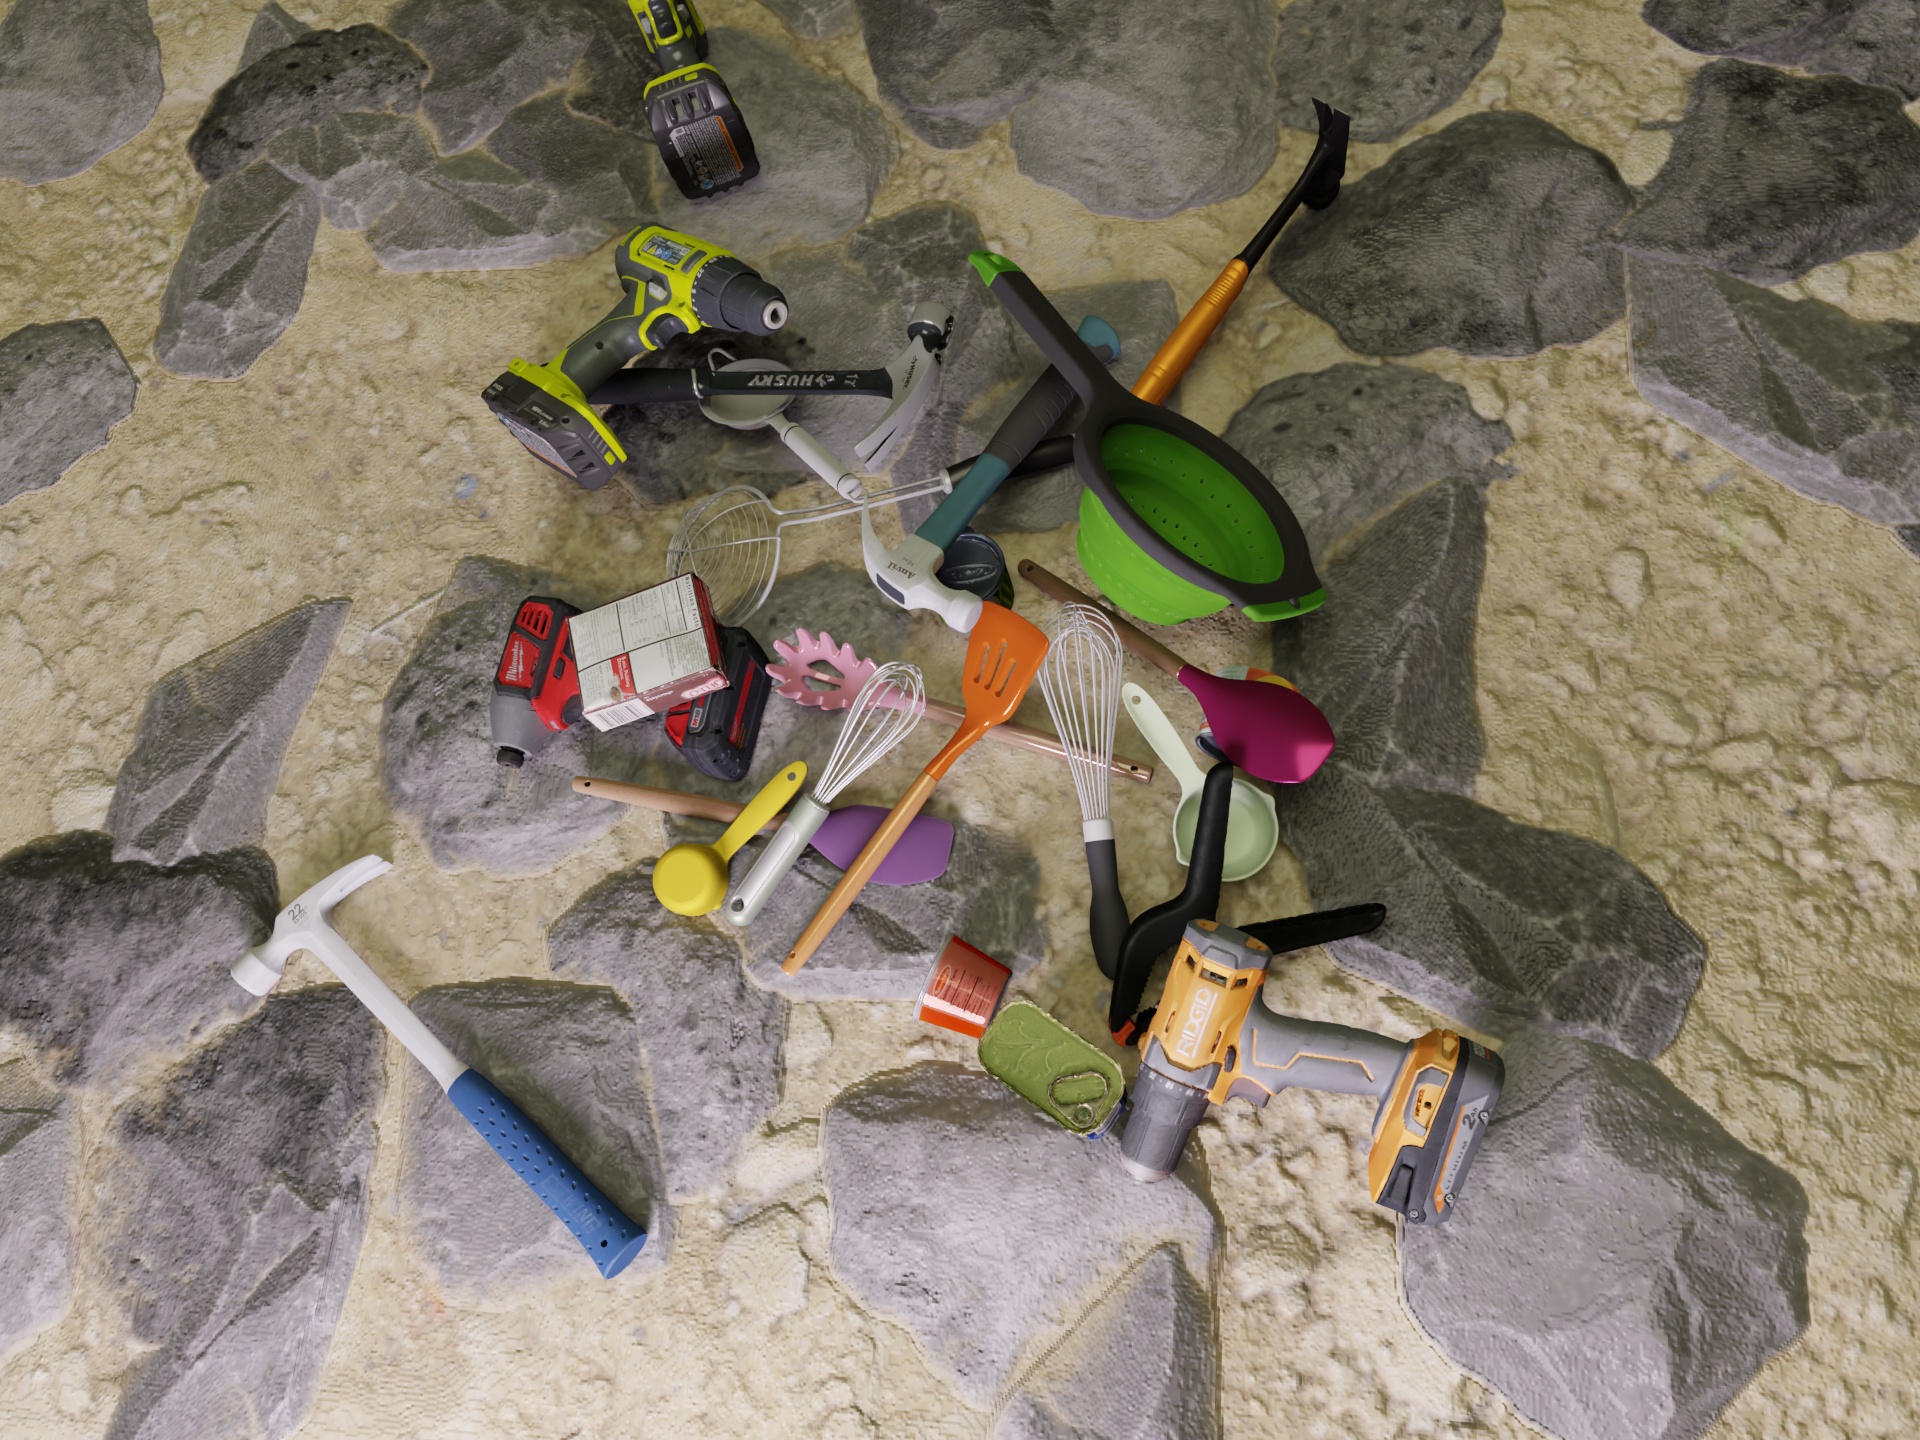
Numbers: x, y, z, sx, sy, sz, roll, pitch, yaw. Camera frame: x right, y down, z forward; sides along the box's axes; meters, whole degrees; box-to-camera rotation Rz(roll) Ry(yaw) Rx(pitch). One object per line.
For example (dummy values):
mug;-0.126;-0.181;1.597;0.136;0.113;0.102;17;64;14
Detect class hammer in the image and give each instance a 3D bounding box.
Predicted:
hammer;0.036;-0.214;1.275;0.128;0.033;0.331;28;61;16
hammer;0.212;-0.348;1.303;0.034;0.127;0.337;35;85;15
hammer;-0.206;-0.278;1.335;0.409;0.036;0.149;5;63;27
hammer;-0.385;0.264;1.214;0.406;0.035;0.144;38;80;20

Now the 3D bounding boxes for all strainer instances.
strainer;-0.145;-0.240;1.327;0.087;0.050;0.259;-31;47;-16

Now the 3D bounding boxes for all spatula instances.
spatula;-0.042;0.058;1.207;0.081;0.041;0.322;34;87;39
spatula;-0.161;0.078;1.253;0.316;0.018;0.060;10;76;13

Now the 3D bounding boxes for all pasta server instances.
pasta server;-0.002;-0.004;1.246;0.316;0.040;0.060;17;82;14

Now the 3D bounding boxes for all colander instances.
colander;0.110;-0.202;1.231;0.397;0.204;0.094;54;130;19

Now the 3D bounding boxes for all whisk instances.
whisk;0.100;0.050;1.185;0.070;0.070;0.285;-7;82;7
whisk;-0.105;0.056;1.213;0.058;0.059;0.246;39;97;29

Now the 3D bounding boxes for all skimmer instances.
skimmer;-0.070;-0.168;1.324;0.363;0.090;0.127;-16;63;-7

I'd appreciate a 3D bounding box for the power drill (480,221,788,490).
power drill;-0.263;-0.304;1.309;0.191;0.080;0.228;32;75;36

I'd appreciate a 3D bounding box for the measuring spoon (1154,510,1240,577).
measuring spoon;0.201;-0.138;1.275;0.129;0.021;0.042;31;84;28

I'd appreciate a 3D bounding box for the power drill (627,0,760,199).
power drill;-0.260;-0.607;1.447;0.080;0.171;0.223;-20;71;2

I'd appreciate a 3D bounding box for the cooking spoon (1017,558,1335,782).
cooking spoon;0.150;-0.048;1.199;0.069;0.017;0.319;-50;52;-3

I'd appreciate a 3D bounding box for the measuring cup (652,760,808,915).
measuring cup;-0.177;0.088;1.231;0.156;0.029;0.062;-46;76;5

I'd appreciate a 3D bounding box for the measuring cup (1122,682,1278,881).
measuring cup;0.170;0.044;1.180;0.083;0.038;0.168;-34;81;1

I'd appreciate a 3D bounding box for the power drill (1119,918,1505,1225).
power drill;0.227;0.258;1.074;0.226;0.084;0.185;22;97;14

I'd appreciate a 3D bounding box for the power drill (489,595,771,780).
power drill;-0.274;-0.020;1.281;0.220;0.078;0.143;8;71;16
